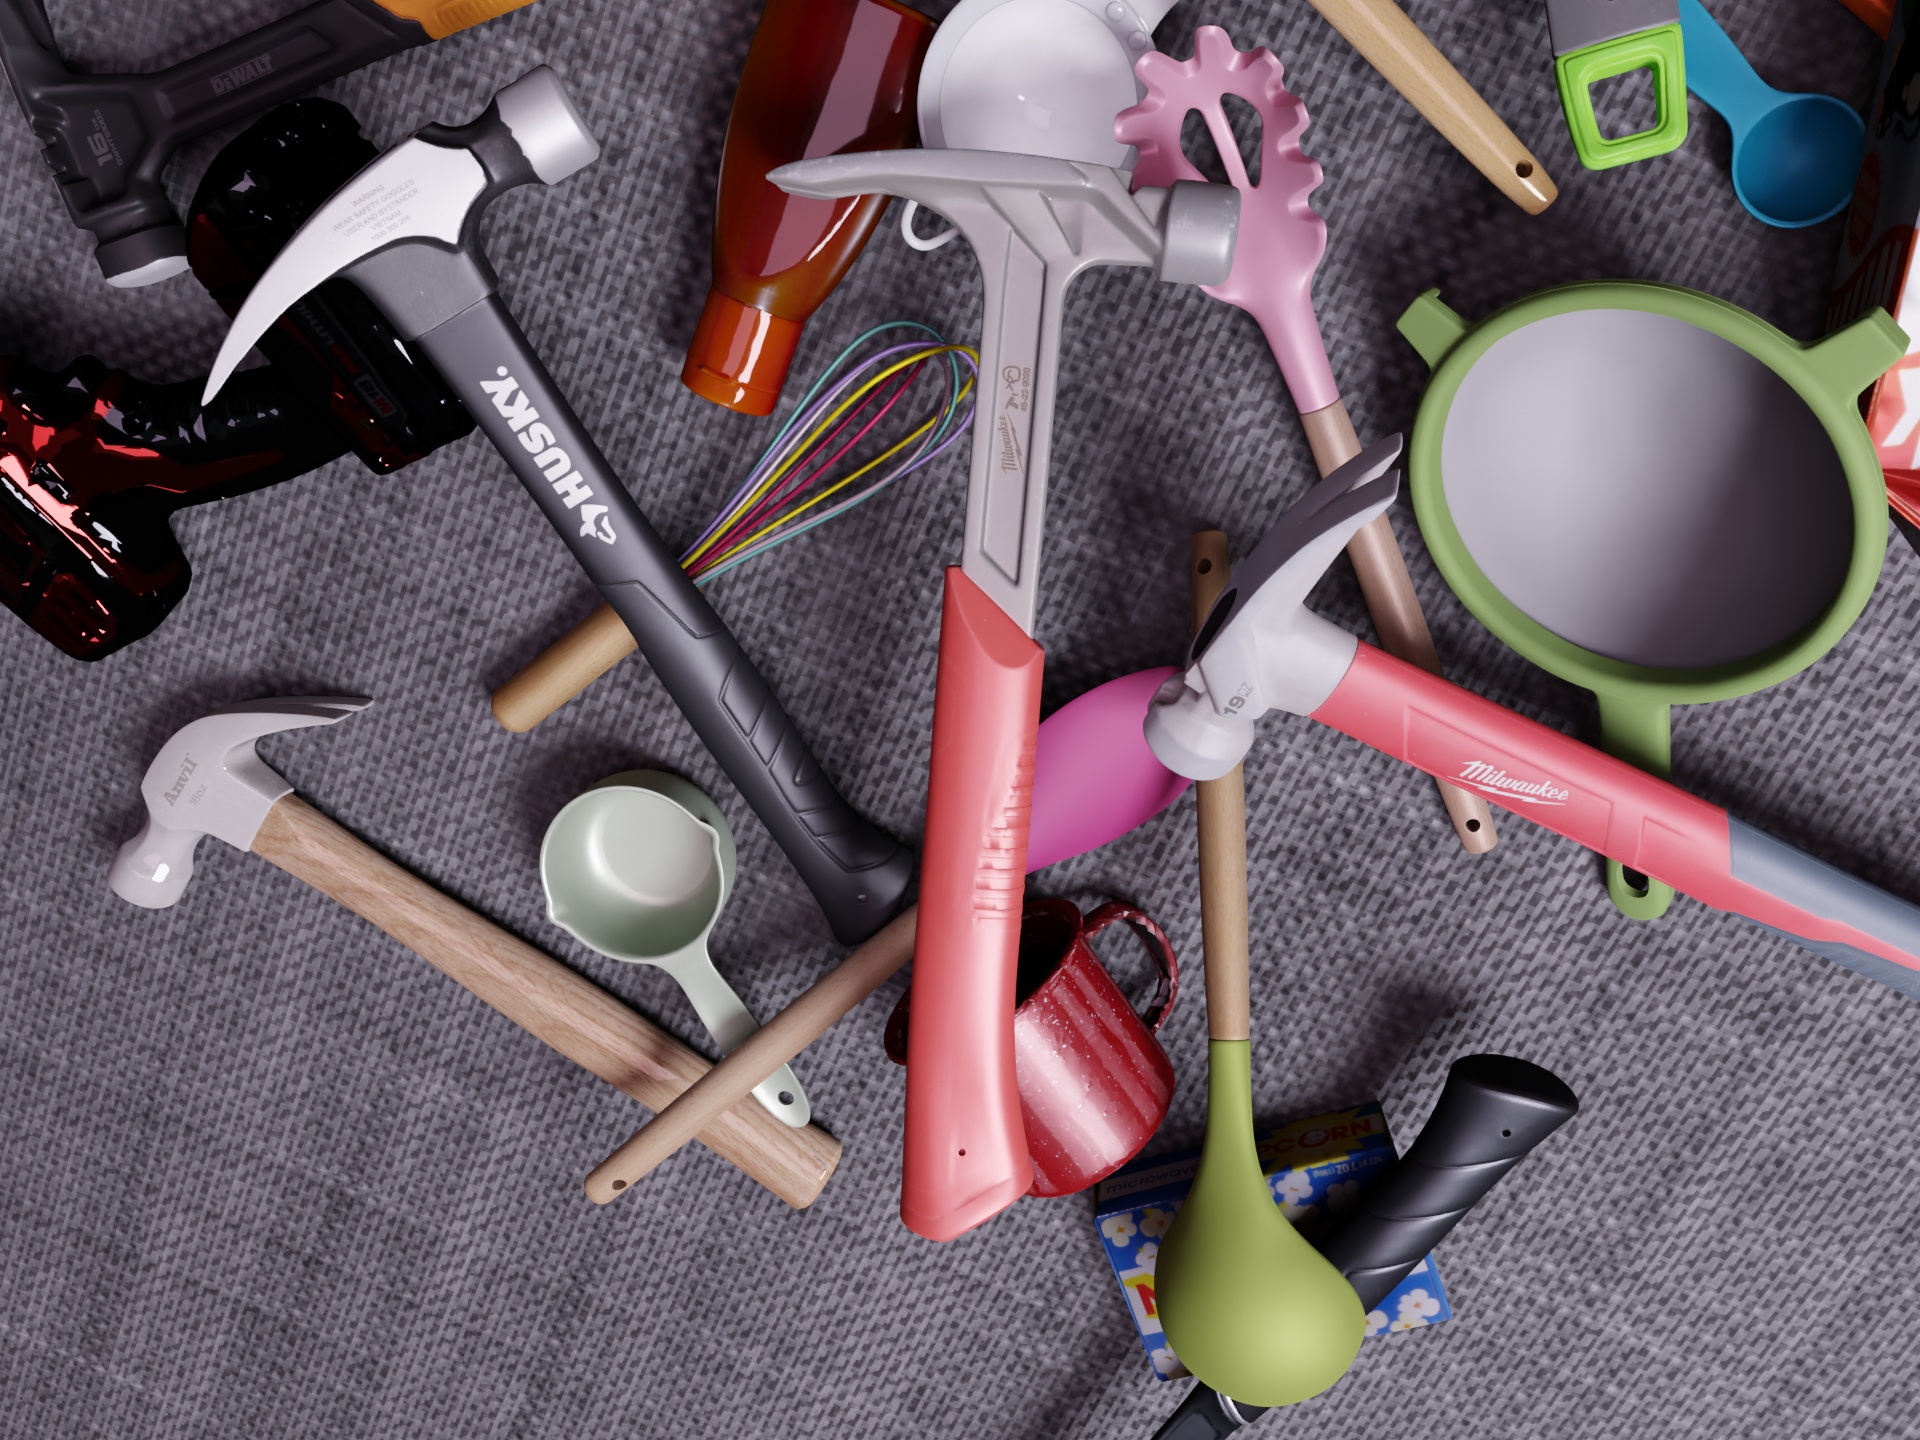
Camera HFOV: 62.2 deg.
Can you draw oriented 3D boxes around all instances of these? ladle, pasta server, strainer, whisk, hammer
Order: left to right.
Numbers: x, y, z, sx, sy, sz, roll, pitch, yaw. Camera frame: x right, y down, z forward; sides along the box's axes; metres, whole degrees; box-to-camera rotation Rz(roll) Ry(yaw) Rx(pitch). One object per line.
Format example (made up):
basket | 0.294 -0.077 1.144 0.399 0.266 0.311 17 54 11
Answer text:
hammer | -0.184 -0.267 0.560 0.337 0.034 0.127 -16 105 12
hammer | -0.194 0.104 0.675 0.331 0.031 0.130 34 109 -4
hammer | -0.114 -0.041 0.567 0.146 0.035 0.334 -30 119 1
whisk | -0.093 -0.069 0.604 0.245 0.047 0.051 -35 101 19
hammer | -0.001 -0.002 0.532 0.149 0.037 0.359 6 99 5
strainer | 0.077 -0.250 0.527 0.258 0.050 0.086 -40 115 11
ladle | 0.075 -0.272 0.490 0.315 0.031 0.069 42 96 -9
hammer | 0.104 0.289 0.649 0.149 0.036 0.409 34 108 -5
ladle | 0.103 0.090 0.590 0.078 0.062 0.320 -5 84 33
pasta server | 0.135 -0.084 0.559 0.060 0.040 0.316 -18 110 22
strainer | 0.245 -0.043 0.554 0.152 0.069 0.256 16 136 40
hammer | 0.262 0.038 0.528 0.386 0.038 0.143 24 139 -6

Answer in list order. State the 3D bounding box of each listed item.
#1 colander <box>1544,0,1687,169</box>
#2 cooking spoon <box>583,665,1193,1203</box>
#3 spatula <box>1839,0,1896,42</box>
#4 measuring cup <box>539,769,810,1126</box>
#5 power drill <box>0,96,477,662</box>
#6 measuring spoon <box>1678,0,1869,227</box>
colander | 0.152 -0.355 0.426 0.204 0.094 0.397 -10 99 20
cooking spoon | -0.027 0.090 0.625 0.319 0.017 0.068 -40 122 7
spatula | 0.338 -0.184 0.511 0.081 0.041 0.322 -39 99 18
measuring cup | -0.106 0.094 0.658 0.083 0.038 0.167 -28 103 15
power drill | -0.303 -0.134 0.569 0.226 0.080 0.187 -23 125 16
measuring spoon | 0.247 -0.216 0.529 0.042 0.021 0.128 -43 88 18
